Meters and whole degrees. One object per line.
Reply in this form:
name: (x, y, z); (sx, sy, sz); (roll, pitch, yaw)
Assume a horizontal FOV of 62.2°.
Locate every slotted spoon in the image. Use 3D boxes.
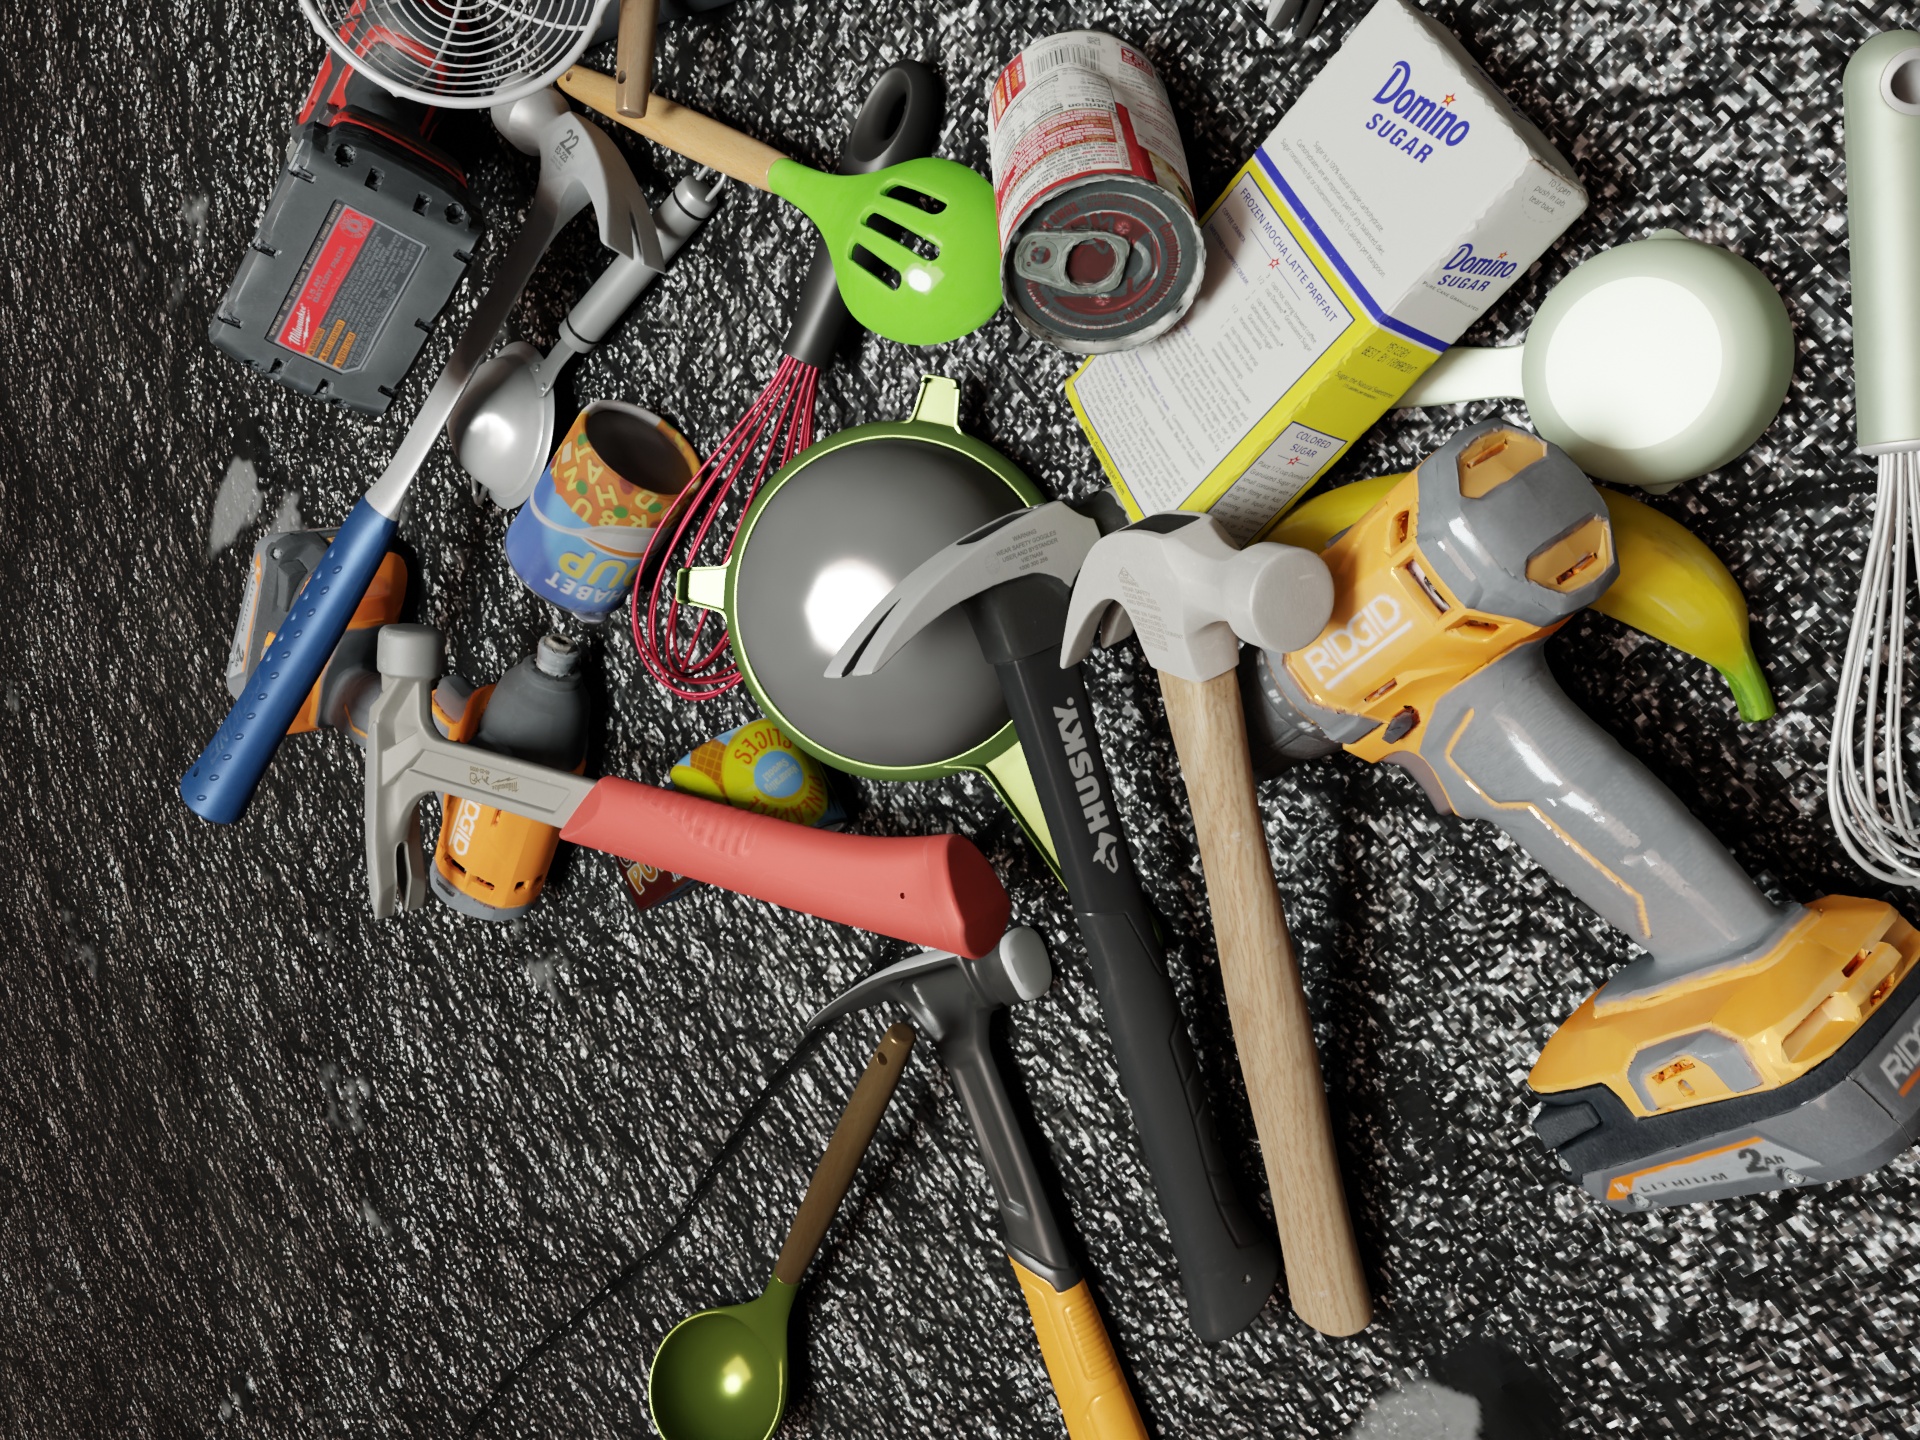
slotted spoon: (-0.091, -0.234, 0.669); (0.314, 0.031, 0.070); (37, 101, 38)

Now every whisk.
whisk: (-0.073, -0.139, 0.692); (0.073, 0.073, 0.295); (34, 112, 26)
whisk: (0.272, -0.071, 0.457); (0.058, 0.059, 0.246); (-5, 94, 0)

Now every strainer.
strainer: (-0.001, -0.002, 0.635); (0.151, 0.069, 0.256); (-36, 88, 13)
strainer: (-0.194, -0.187, 0.781); (0.258, 0.050, 0.087); (-37, 64, 33)

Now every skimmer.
skimmer: (-0.093, -0.292, 0.586); (0.363, 0.090, 0.127); (11, 95, 28)

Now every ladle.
ladle: (-0.084, 0.255, 0.759); (0.078, 0.062, 0.320); (42, 130, 24)

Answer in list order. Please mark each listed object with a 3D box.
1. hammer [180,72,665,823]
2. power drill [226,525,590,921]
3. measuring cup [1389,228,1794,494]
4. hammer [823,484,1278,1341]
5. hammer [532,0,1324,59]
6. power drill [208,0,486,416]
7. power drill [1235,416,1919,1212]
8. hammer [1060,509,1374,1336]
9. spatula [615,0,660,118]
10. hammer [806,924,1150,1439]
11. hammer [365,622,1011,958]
hammer: (-0.279, -0.111, 0.783); (0.405, 0.035, 0.144); (-54, 54, 16)
power drill: (-0.293, -0.018, 0.869); (0.227, 0.084, 0.164); (36, 117, 21)
measuring cup: (0.176, -0.114, 0.518); (0.168, 0.038, 0.083); (5, 103, 35)
hammer: (0.057, 0.086, 0.611); (0.035, 0.146, 0.334); (-1, 109, 58)
hammer: (-0.030, -0.317, 0.632); (0.409, 0.036, 0.149); (4, 103, 37)
power drill: (-0.298, -0.238, 0.763); (0.188, 0.080, 0.227); (-49, 36, 25)
power drill: (0.175, 0.040, 0.509); (0.226, 0.084, 0.185); (55, 151, 8)
hammer: (0.104, 0.084, 0.567); (0.130, 0.031, 0.331); (28, 138, 60)
spatula: (-0.122, -0.413, 0.661); (0.060, 0.018, 0.316); (10, 96, 34)
hammer: (0.039, 0.264, 0.709); (0.127, 0.034, 0.337); (-24, 86, 37)
hammer: (-0.140, 0.055, 0.707); (0.359, 0.036, 0.149); (12, 104, 32)
